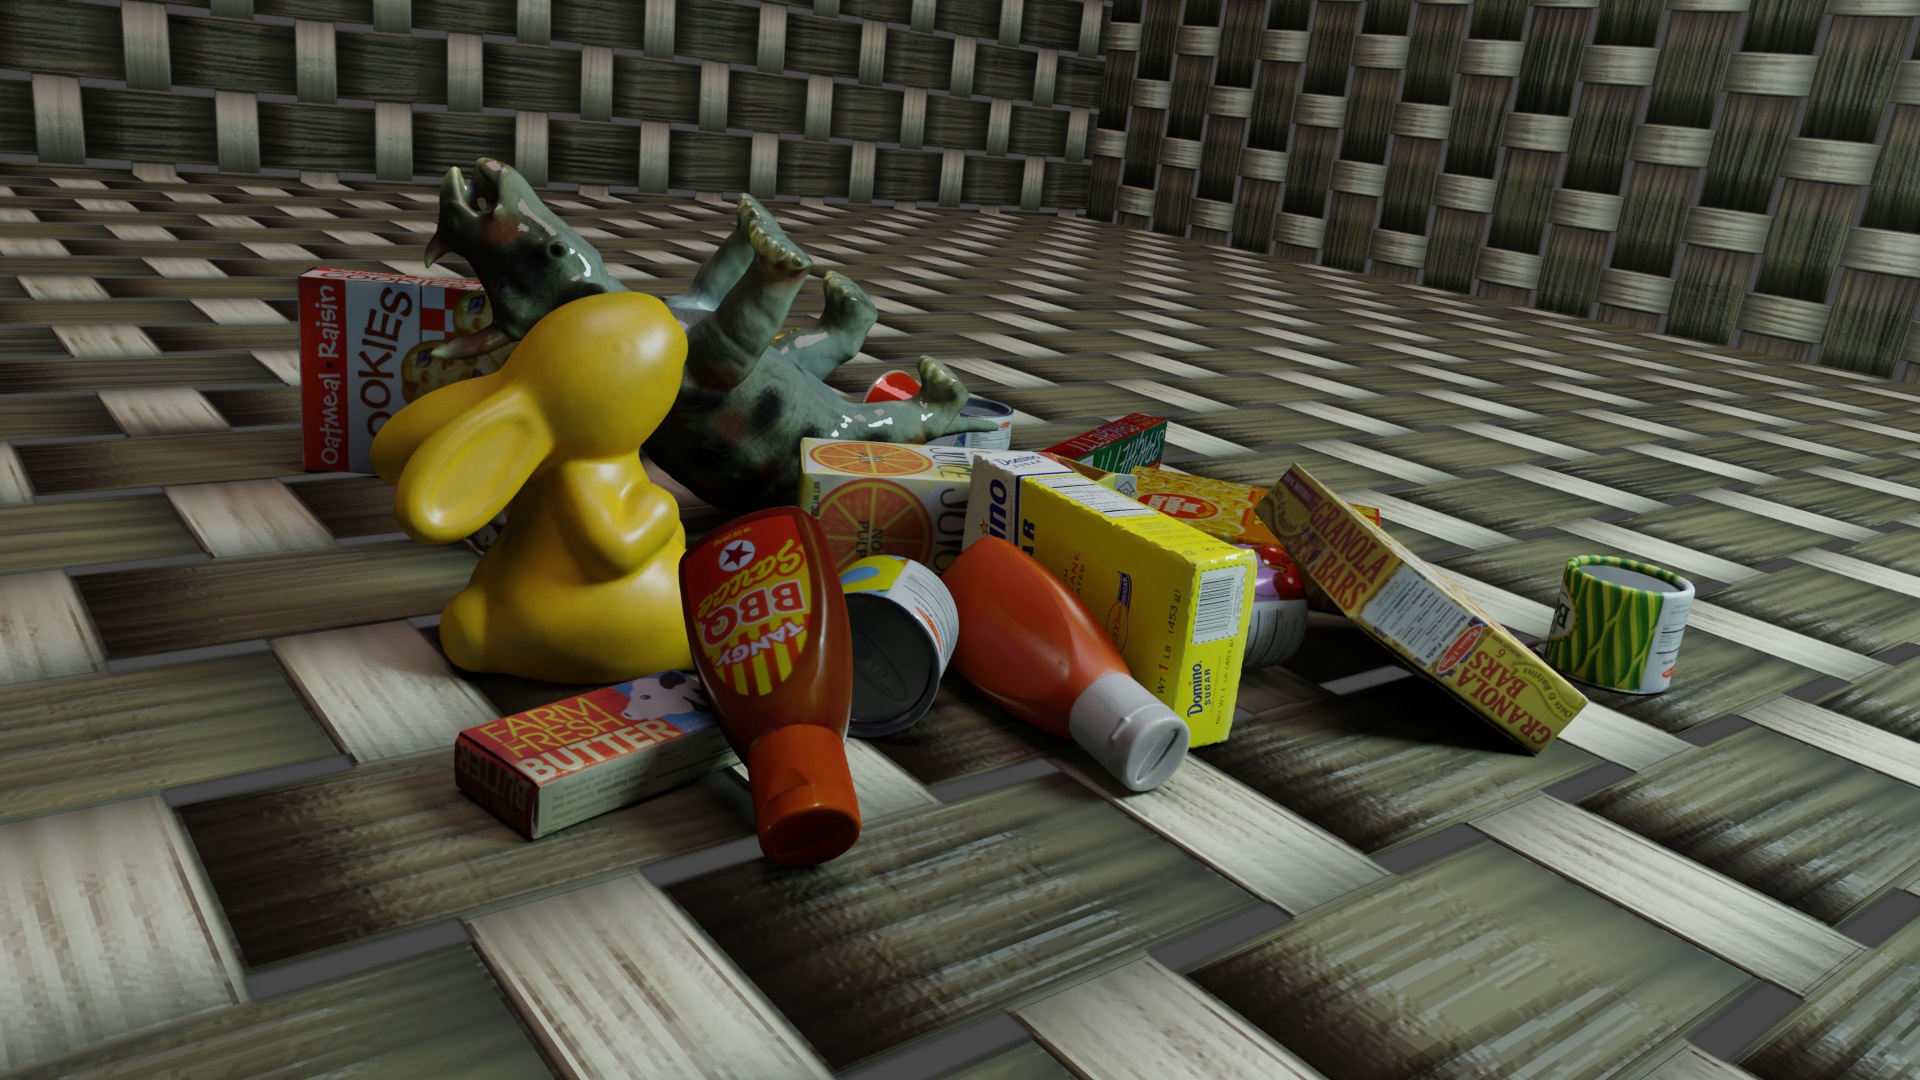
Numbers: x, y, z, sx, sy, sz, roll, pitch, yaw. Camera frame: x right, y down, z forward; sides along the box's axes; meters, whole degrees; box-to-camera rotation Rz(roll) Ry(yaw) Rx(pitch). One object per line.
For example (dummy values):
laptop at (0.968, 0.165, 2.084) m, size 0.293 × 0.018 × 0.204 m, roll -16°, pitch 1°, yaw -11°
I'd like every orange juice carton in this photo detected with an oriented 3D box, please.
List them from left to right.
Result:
orange juice carton at (0.003, -0.010, 0.790) m, size 0.193 × 0.071 × 0.073 m, roll 3°, pitch 19°, yaw -10°

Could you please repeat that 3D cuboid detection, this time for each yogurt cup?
yogurt cup at (-0.037, -0.086, 1.028) m, size 0.054 × 0.072 × 0.072 m, roll 26°, pitch 25°, yaw 28°

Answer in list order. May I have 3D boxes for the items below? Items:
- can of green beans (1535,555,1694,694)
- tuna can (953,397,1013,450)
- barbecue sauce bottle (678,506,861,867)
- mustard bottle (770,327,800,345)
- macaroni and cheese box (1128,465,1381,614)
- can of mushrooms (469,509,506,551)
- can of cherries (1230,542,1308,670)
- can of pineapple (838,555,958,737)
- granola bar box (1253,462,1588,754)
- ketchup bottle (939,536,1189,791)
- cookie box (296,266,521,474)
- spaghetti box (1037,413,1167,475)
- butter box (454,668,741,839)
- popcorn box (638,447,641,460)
can of green beans at (0.363, 0.045, 0.768) m, size 0.071 × 0.057 × 0.071 m, roll 6°, pitch 17°, yaw -2°
tuna can at (0.006, -0.093, 1.111) m, size 0.071 × 0.032 × 0.071 m, roll 6°, pitch 18°, yaw -2°
barbecue sauce bottle at (-0.070, 0.054, 0.535) m, size 0.065 × 0.043 × 0.149 m, roll -23°, pitch 46°, yaw 4°
mustard bottle at (-0.190, -0.133, 0.972) m, size 0.160 × 0.048 × 0.065 m, roll -5°, pitch 28°, yaw 2°
macaroni and cheese box at (0.180, -0.003, 0.881) m, size 0.166 × 0.040 × 0.124 m, roll 10°, pitch 19°, yaw 13°
can of mushrooms at (-0.244, -0.016, 0.785) m, size 0.071 × 0.033 × 0.071 m, roll 6°, pitch 18°, yaw -2°
can of cherries at (0.132, 0.033, 0.708) m, size 0.058 × 0.071 × 0.071 m, roll -4°, pitch 20°, yaw -30°
can of pineapple at (-0.039, 0.046, 0.615) m, size 0.071 × 0.070 × 0.058 m, roll 9°, pitch 17°, yaw 7°
granola bar box at (0.228, 0.030, 0.714) m, size 0.124 × 0.039 × 0.166 m, roll 35°, pitch 13°, yaw -14°
ketchup bottle at (0.041, 0.056, 0.623) m, size 0.043 × 0.064 × 0.149 m, roll 34°, pitch 4°, yaw -42°
cookie box at (-0.324, -0.101, 0.874) m, size 0.168 × 0.122 × 0.040 m, roll 4°, pitch 17°, yaw -7°
spaghetti box at (0.088, -0.046, 0.968) m, size 0.029 × 0.050 × 0.251 m, roll 16°, pitch 20°, yaw 24°
butter box at (-0.136, 0.080, 0.540) m, size 0.053 × 0.024 × 0.104 m, roll 21°, pitch 23°, yaw 36°
popcorn box at (-0.274, -0.085, 0.979) m, size 0.085 × 0.038 × 0.127 m, roll 1°, pitch 19°, yaw -19°
